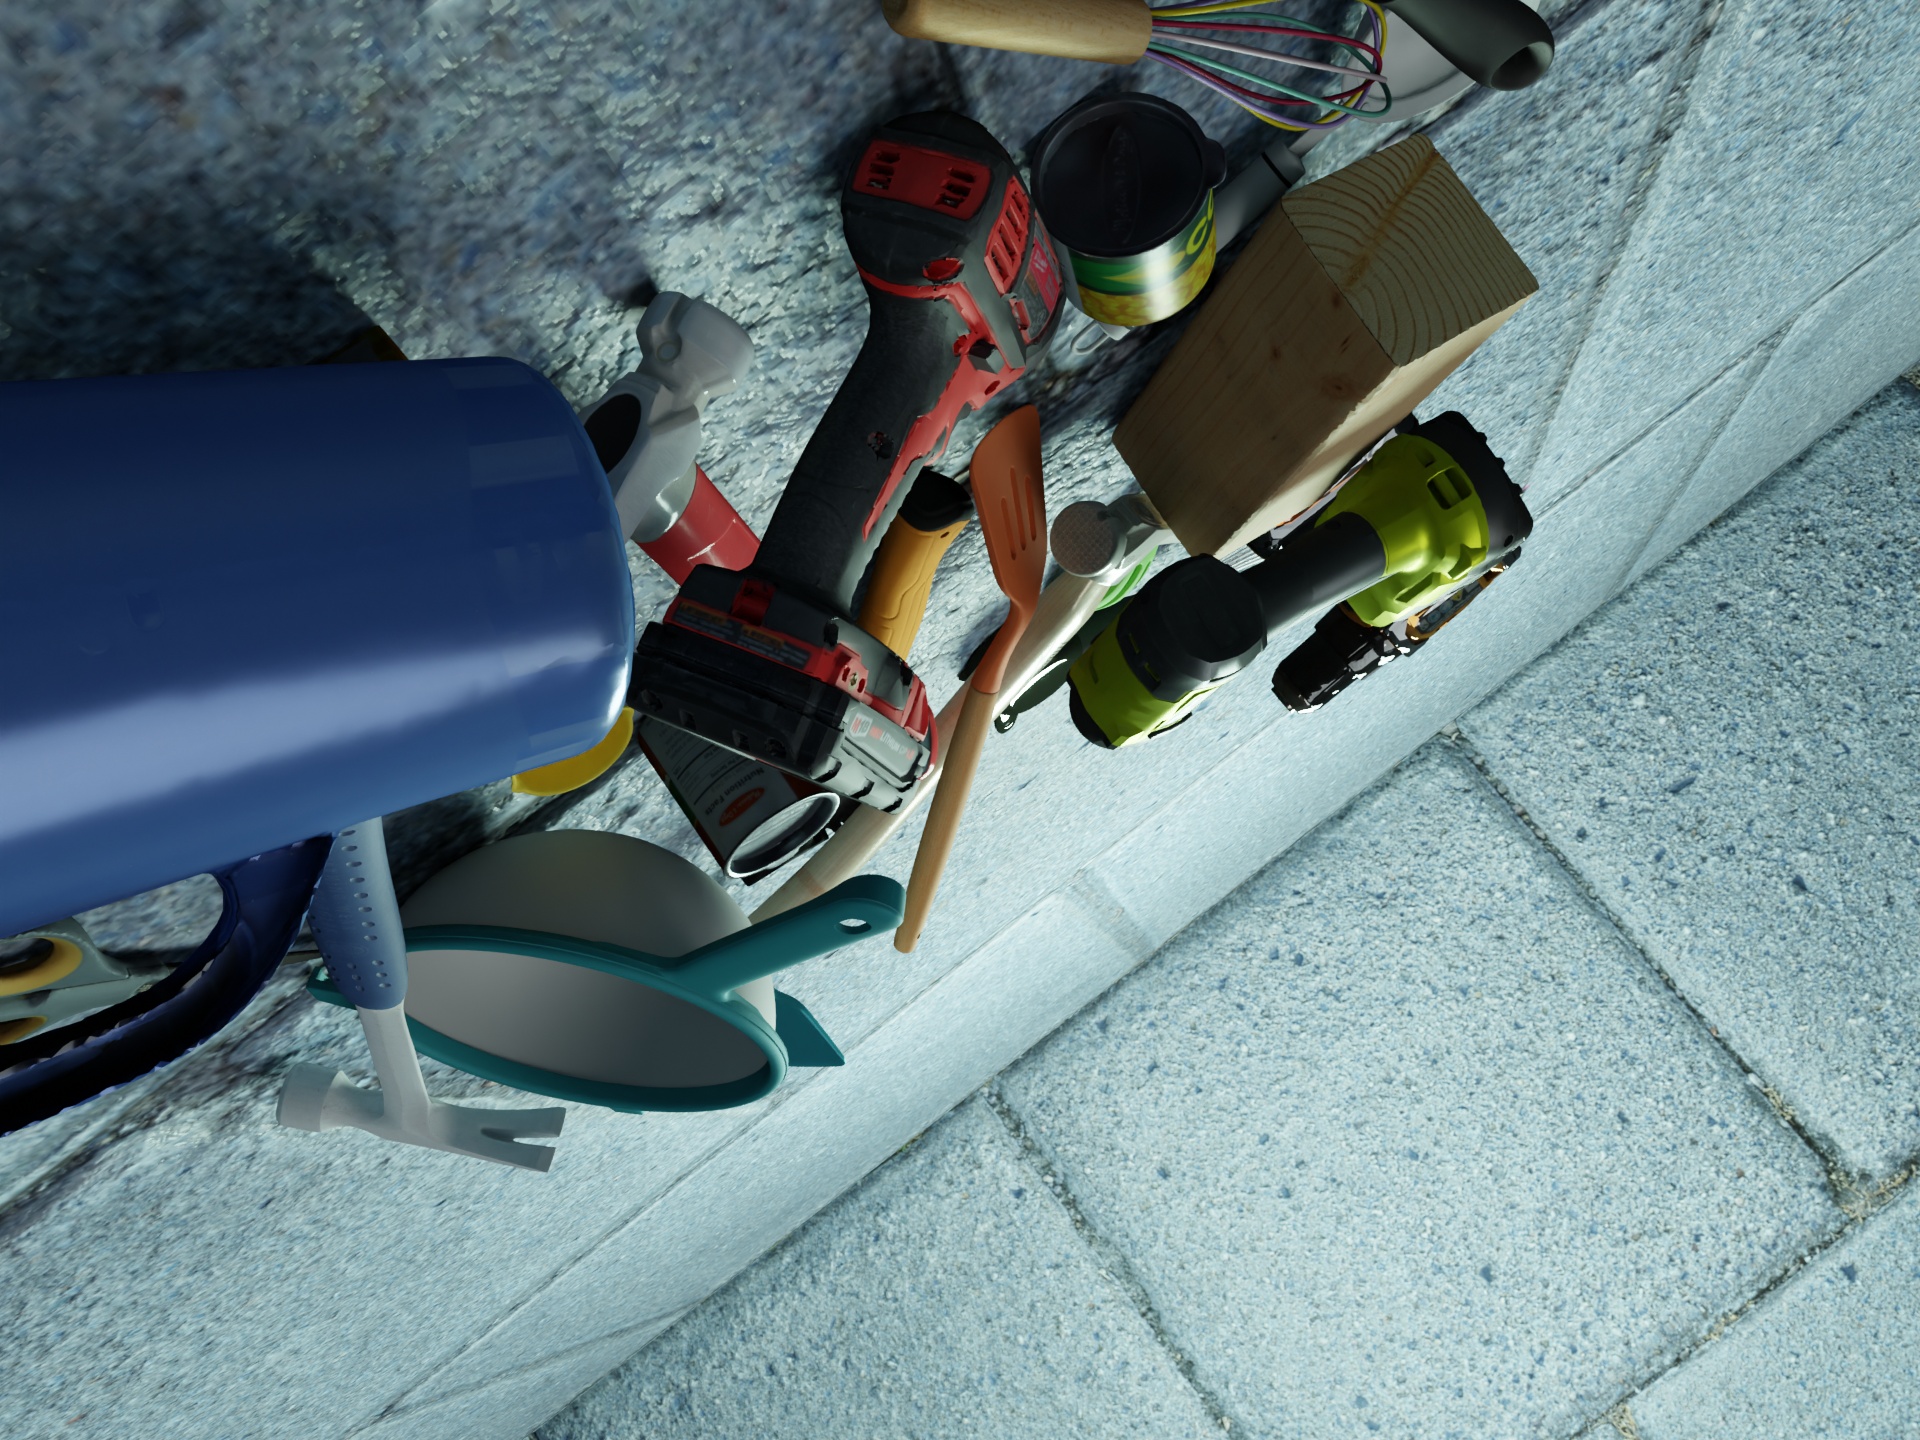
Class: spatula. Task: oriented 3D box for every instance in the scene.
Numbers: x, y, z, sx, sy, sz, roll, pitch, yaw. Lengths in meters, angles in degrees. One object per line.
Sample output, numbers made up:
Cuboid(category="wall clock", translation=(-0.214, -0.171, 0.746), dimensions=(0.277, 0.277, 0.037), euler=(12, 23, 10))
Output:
Cuboid(category="spatula", translation=(-0.168, 0.177, 1.041), dimensions=(0.082, 0.044, 0.317), euler=(-2, 158, 19))
Cuboid(category="spatula", translation=(-0.001, -0.003, 0.814), dimensions=(0.081, 0.041, 0.322), euler=(-49, 160, -53))

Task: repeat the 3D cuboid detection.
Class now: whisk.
Cuboid(category="whisk", translation=(0.135, -0.257, 0.530), dimensions=(0.295, 0.073, 0.073), euler=(-4, 143, -49))
Cuboid(category="whisk", translation=(0.188, -0.114, 1.063), dimensions=(0.284, 0.070, 0.070), euler=(-31, 162, -5))
Cuboid(category="whisk", translation=(0.072, -0.230, 0.546), dimensions=(0.245, 0.051, 0.047), euler=(-13, 170, -40))

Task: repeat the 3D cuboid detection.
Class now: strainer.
Cuboid(category="strainer", translation=(0.142, -0.243, 0.672), dimensions=(0.258, 0.050, 0.086), euler=(-39, 155, 24))
Cuboid(category="strainer", translation=(-0.137, 0.091, 0.732), dimensions=(0.210, 0.095, 0.340), euler=(32, 141, -32))

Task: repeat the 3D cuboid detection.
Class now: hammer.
Cuboid(category="hammer", translation=(-0.243, 0.119, 0.679), dimensions=(0.144, 0.035, 0.405), euler=(13, 148, -6))
Cuboid(category="hammer", translation=(-0.078, -0.020, 0.676), dimensions=(0.143, 0.038, 0.386), euler=(-63, 162, -10))
Cuboid(category="hammer", translation=(-0.016, 0.025, 0.939), dimensions=(0.410, 0.038, 0.146), euler=(-48, 163, 26))
Cuboid(category="hammer", translation=(-0.056, -0.017, 0.867), dimensions=(0.127, 0.034, 0.336), euler=(-29, 161, -28))

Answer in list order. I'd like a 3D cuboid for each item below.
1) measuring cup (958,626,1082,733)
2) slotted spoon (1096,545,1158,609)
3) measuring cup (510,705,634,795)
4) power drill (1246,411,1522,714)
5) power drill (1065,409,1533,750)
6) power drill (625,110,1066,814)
Cuboid(category="measuring cup", translation=(0.042, -0.017, 1.046), dimensions=(0.083, 0.038, 0.167), euler=(-33, 160, -15))
Cuboid(category="slotted spoon", translation=(0.150, -0.166, 0.907), dimensions=(0.070, 0.031, 0.313), euler=(-12, 148, -49))
Cuboid(category="measuring cup", translation=(-0.183, -0.019, 0.646), dimensions=(0.062, 0.029, 0.156), euler=(-35, 151, -7))
Cuboid(category="power drill", translation=(0.240, -0.105, 1.009), dimensions=(0.185, 0.084, 0.226), euler=(-42, 137, 13))
Cuboid(category="power drill", translation=(0.160, -0.060, 0.804), dimensions=(0.223, 0.080, 0.171), euler=(-28, 171, -19))
Cuboid(category="power drill", translation=(-0.025, -0.085, 0.566), dimensions=(0.220, 0.078, 0.143), euler=(-68, 163, -5))
